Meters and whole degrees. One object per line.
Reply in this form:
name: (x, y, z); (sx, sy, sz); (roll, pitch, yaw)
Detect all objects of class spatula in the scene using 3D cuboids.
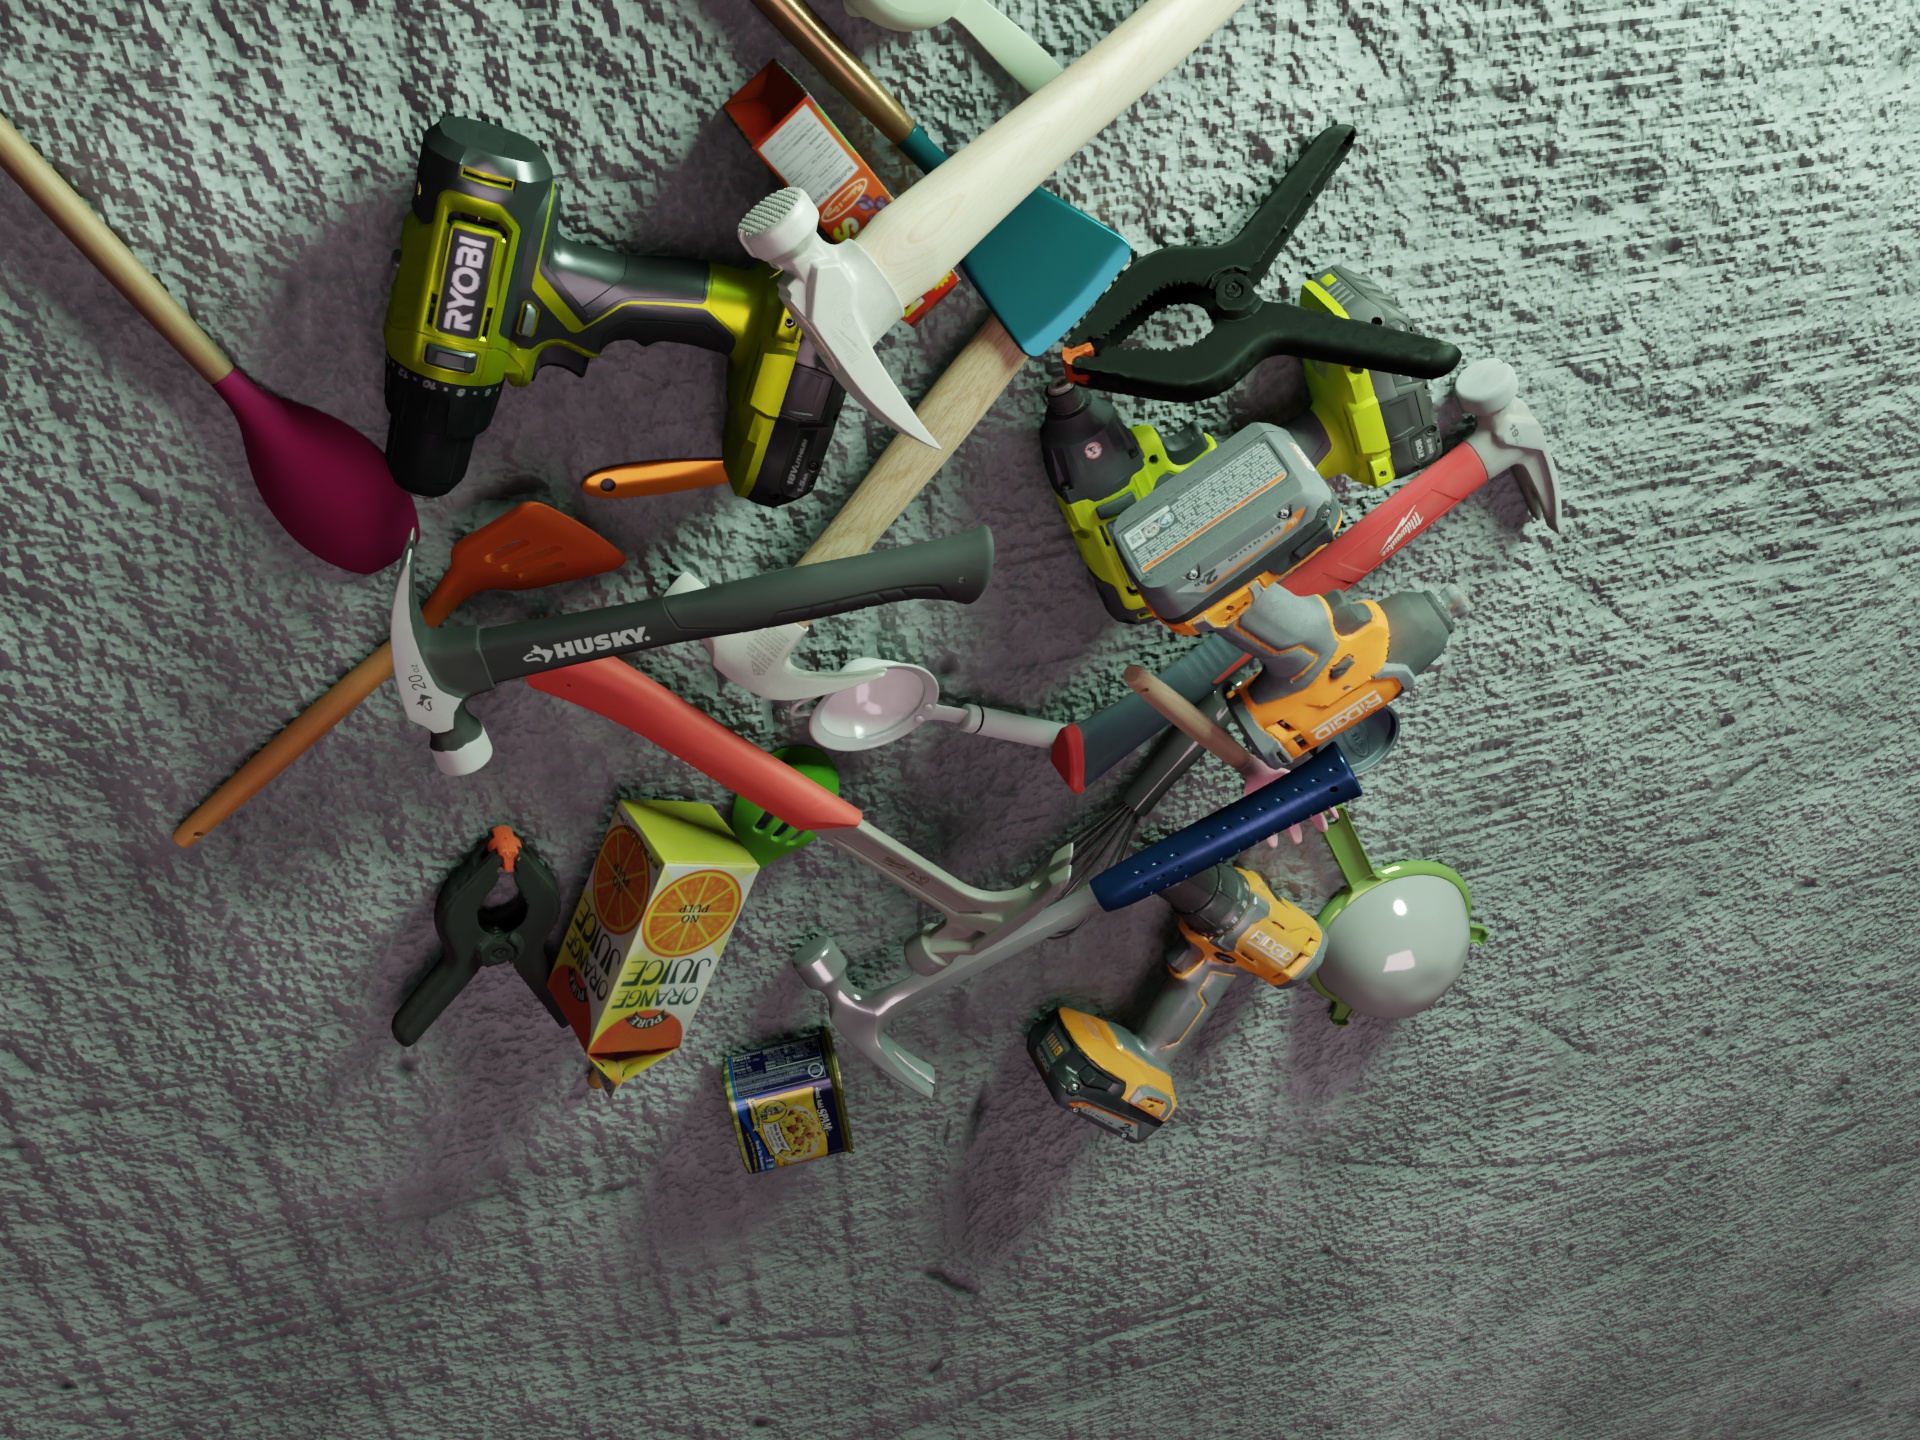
spatula: (-0.335, -0.021, 0.910); (0.322, 0.041, 0.081); (-38, 148, 11)
spatula: (-0.042, -0.316, 0.809); (0.082, 0.044, 0.317); (-46, 124, 11)

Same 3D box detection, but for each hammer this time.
hammer: (-0.105, 0.040, 0.985); (0.358, 0.037, 0.149); (34, 128, -22)
hammer: (0.082, -0.315, 0.792); (0.410, 0.038, 0.146); (-44, 127, -7)
hammer: (-0.145, -0.063, 0.877); (0.334, 0.035, 0.146); (-12, 130, -4)
hammer: (0.089, 0.131, 1.104); (0.405, 0.035, 0.144); (-29, 109, 14)
hammer: (-0.028, -0.148, 0.917); (0.130, 0.031, 0.331); (39, 101, -5)
hammer: (0.228, -0.070, 1.063); (0.386, 0.038, 0.143); (-38, 129, 3)

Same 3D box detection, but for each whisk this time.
whisk: (0.126, 0.061, 1.130); (0.055, 0.055, 0.239); (29, 106, -33)

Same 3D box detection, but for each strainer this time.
strainer: (0.337, 0.157, 1.254); (0.151, 0.069, 0.256); (-31, 129, 3)
strainer: (-0.002, -0.003, 1.043); (0.258, 0.050, 0.087); (12, 135, -33)

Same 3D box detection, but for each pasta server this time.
pasta server: (0.181, 0.025, 1.071); (0.060, 0.040, 0.316); (-28, 151, 20)

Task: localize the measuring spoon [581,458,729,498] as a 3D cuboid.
measuring spoon: (-0.157, -0.139, 0.910); (0.117, 0.011, 0.021); (-8, 126, -14)

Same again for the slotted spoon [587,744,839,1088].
slotted spoon: (-0.178, 0.145, 1.091); (0.070, 0.031, 0.313); (23, 115, -30)

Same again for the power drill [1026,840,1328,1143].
power drill: (0.151, 0.201, 1.216); (0.185, 0.084, 0.226); (35, 103, -34)

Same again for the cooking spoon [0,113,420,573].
cooking spoon: (-0.385, -0.191, 0.789); (0.069, 0.017, 0.318); (-32, 128, 3)

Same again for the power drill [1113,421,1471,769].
power drill: (0.208, -0.074, 0.959); (0.164, 0.084, 0.226); (-34, 136, 13)

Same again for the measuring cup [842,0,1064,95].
measuring cup: (0.007, -0.357, 0.800); (0.167, 0.038, 0.083); (31, 109, -31)

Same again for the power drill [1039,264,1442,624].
power drill: (0.164, -0.172, 0.963); (0.223, 0.080, 0.171); (-26, 129, 3)

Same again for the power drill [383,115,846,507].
power drill: (-0.181, -0.187, 0.829); (0.228, 0.080, 0.190); (9, 122, -22)
